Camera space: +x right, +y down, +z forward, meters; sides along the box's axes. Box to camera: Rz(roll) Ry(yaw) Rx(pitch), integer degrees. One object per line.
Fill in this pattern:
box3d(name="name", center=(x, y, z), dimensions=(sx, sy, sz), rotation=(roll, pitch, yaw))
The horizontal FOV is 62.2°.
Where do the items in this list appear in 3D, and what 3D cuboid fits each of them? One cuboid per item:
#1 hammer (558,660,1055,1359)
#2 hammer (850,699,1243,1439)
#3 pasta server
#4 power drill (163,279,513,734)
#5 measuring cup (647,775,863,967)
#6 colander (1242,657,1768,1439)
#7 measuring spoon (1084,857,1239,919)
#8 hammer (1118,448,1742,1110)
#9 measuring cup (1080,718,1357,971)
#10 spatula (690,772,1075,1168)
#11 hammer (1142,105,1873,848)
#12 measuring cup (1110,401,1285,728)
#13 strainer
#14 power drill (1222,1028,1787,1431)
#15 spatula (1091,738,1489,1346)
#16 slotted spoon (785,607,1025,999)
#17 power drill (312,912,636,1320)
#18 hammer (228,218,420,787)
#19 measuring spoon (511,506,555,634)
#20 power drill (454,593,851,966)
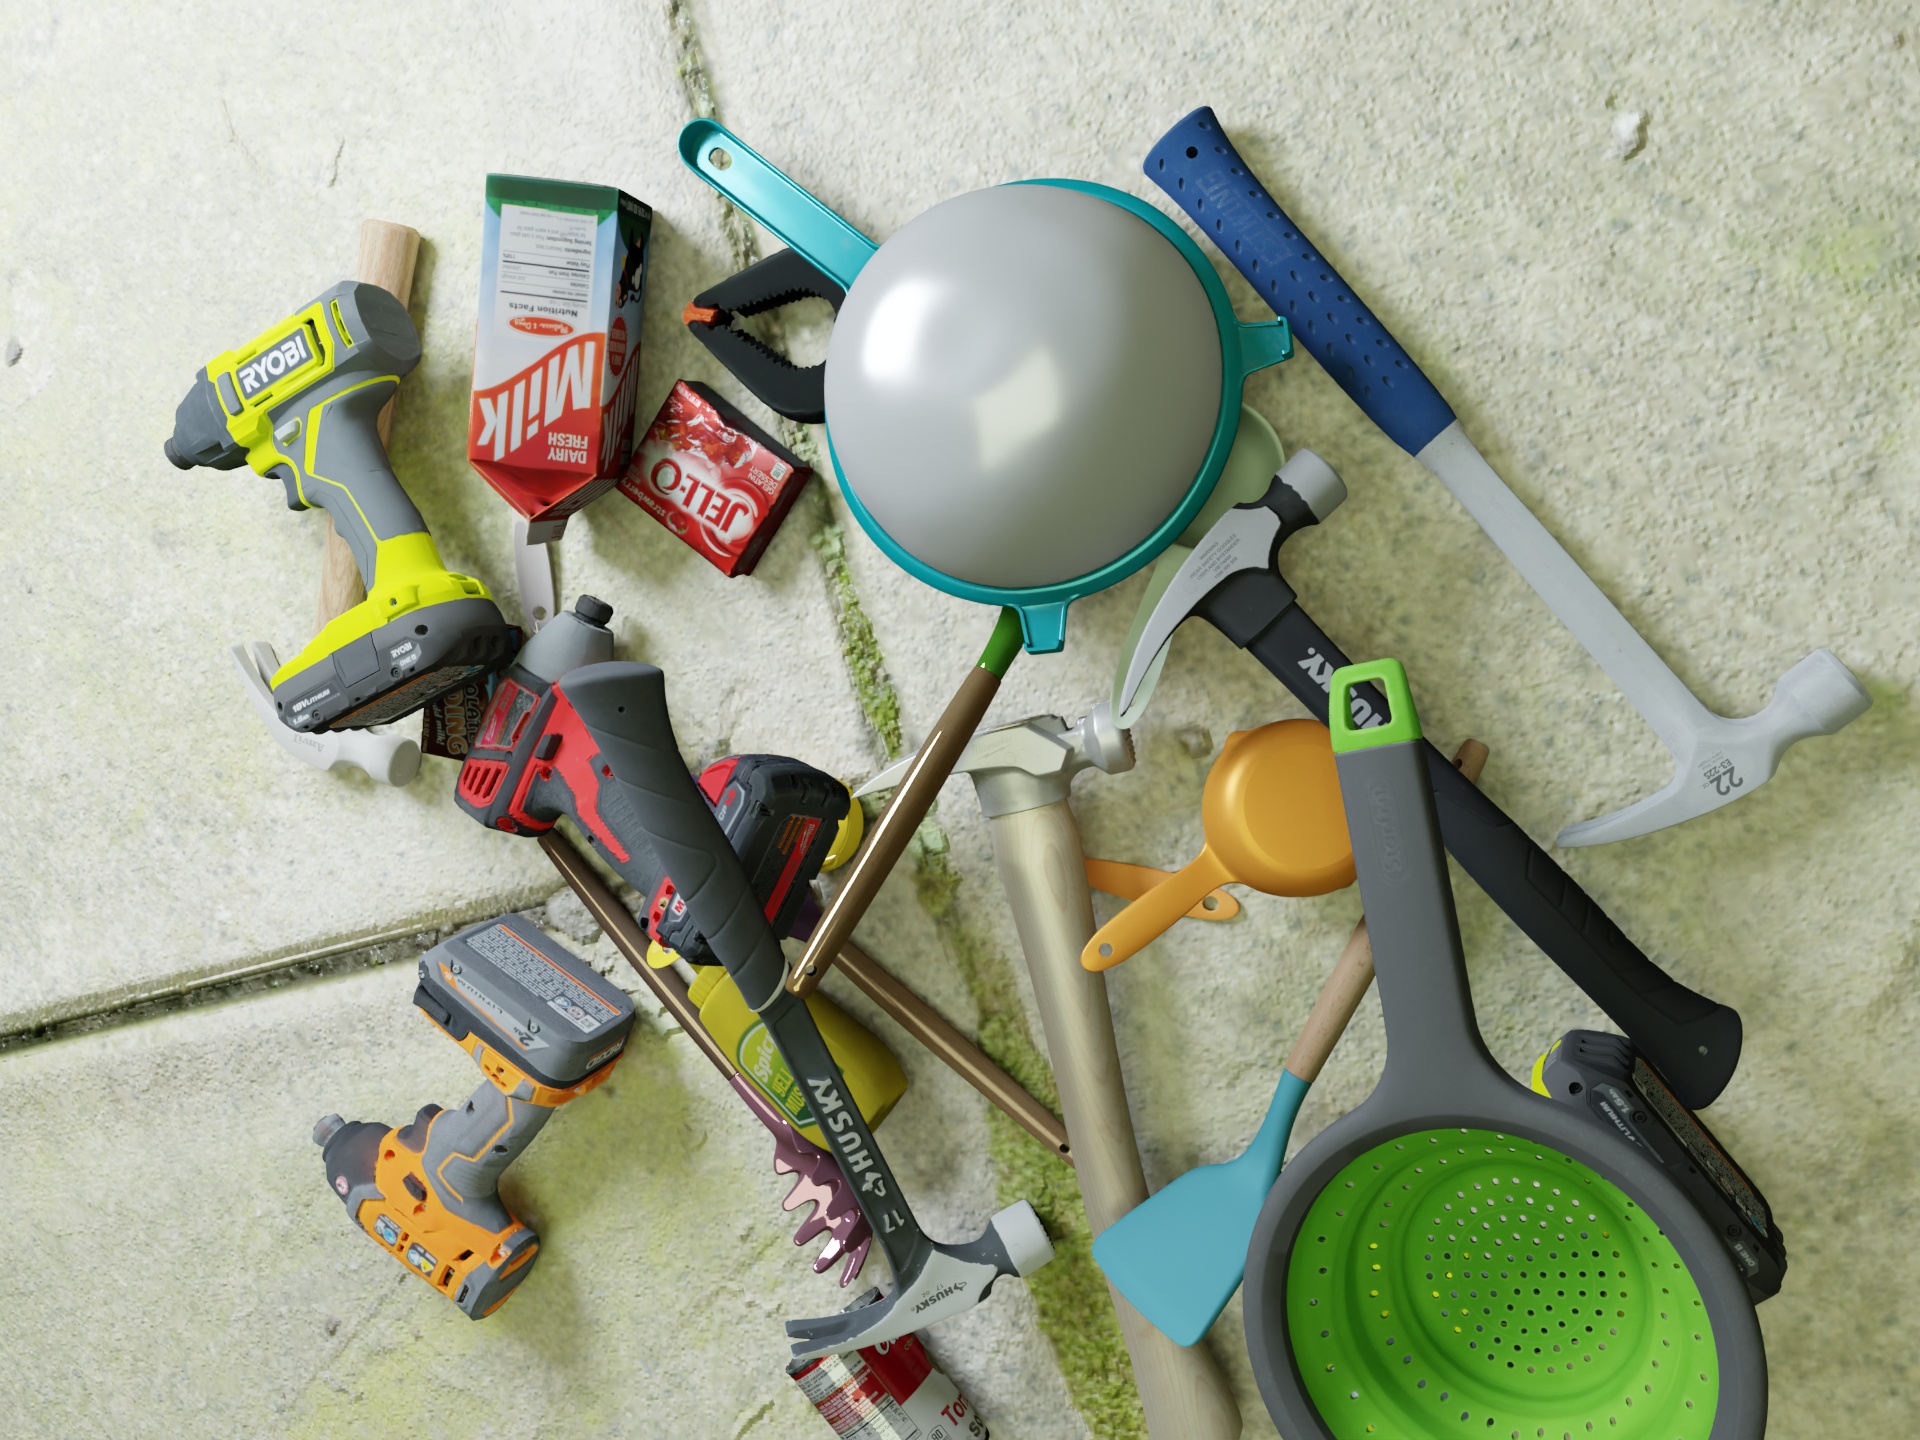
box3d(name="hammer", center=(-0.092, 0.150, 0.796), dimensions=(0.149, 0.036, 0.408), rotation=(-27, 110, -8))
box3d(name="hammer", center=(0.061, 0.202, 0.830), dimensions=(0.146, 0.038, 0.410), rotation=(-13, 95, 10))
box3d(name="pasta server", center=(-0.152, 0.188, 0.924), dimensions=(0.316, 0.040, 0.060), rotation=(49, 142, 9))
box3d(name="power drill", center=(-0.359, -0.112, 0.906), dimensions=(0.171, 0.080, 0.223), rotation=(-24, 85, 20))
box3d(name="measuring cup", center=(-0.116, 0.088, 0.892), dimensions=(0.156, 0.029, 0.062), rotation=(-42, 70, 15))
box3d(name="colander", center=(0.219, 0.170, 0.685), dimensions=(0.204, 0.094, 0.397), rotation=(-12, 85, 29))
box3d(name="measuring spoon", center=(0.089, 0.086, 0.836), dimensions=(0.117, 0.011, 0.021), rotation=(13, 102, 18))
box3d(name="hammer", center=(0.218, 0.044, 0.719), dimensions=(0.146, 0.035, 0.335), rotation=(-44, 85, 1))
box3d(name="measuring cup", center=(0.129, 0.067, 0.765), dimensions=(0.173, 0.052, 0.095), rotation=(-37, 84, -3))
box3d(name="spatula", center=(-0.054, 0.144, 0.892), dimensions=(0.316, 0.018, 0.060), rotation=(38, 99, 12))
box3d(name="hammer", center=(0.225, -0.120, 0.745), dimensions=(0.144, 0.035, 0.405), rotation=(-41, 83, 20))
box3d(name="measuring cup", center=(0.106, -0.076, 0.784), dimensions=(0.083, 0.038, 0.167), rotation=(19, 99, 7))
box3d(name="strainer", center=(-0.027, -0.202, 0.753), dimensions=(0.340, 0.095, 0.211), rotation=(40, 99, 15))
box3d(name="power drill", center=(0.248, 0.252, 0.768), dimensions=(0.228, 0.080, 0.191), rotation=(-42, 78, 22))
box3d(name="spatula", center=(0.171, 0.148, 0.770), dimensions=(0.082, 0.044, 0.317), rotation=(32, 96, 54))
box3d(name="slotted spoon", center=(-0.001, -0.003, 0.786), dimensions=(0.070, 0.031, 0.314), rotation=(32, 80, -8))
box3d(name="power drill", center=(-0.305, 0.233, 0.965), dimensions=(0.164, 0.084, 0.226), rotation=(33, 111, 13))
box3d(name="hammer", center=(-0.368, -0.132, 0.961), dimensions=(0.130, 0.031, 0.331), rotation=(16, 102, 17))
box3d(name="measuring spoon", center=(-0.251, -0.110, 0.933), dimensions=(0.034, 0.018, 0.124), rotation=(-3, 103, 5))
box3d(name="power drill", center=(-0.175, 0.029, 0.872), dimensions=(0.220, 0.078, 0.143), rotation=(29, 96, 29))
